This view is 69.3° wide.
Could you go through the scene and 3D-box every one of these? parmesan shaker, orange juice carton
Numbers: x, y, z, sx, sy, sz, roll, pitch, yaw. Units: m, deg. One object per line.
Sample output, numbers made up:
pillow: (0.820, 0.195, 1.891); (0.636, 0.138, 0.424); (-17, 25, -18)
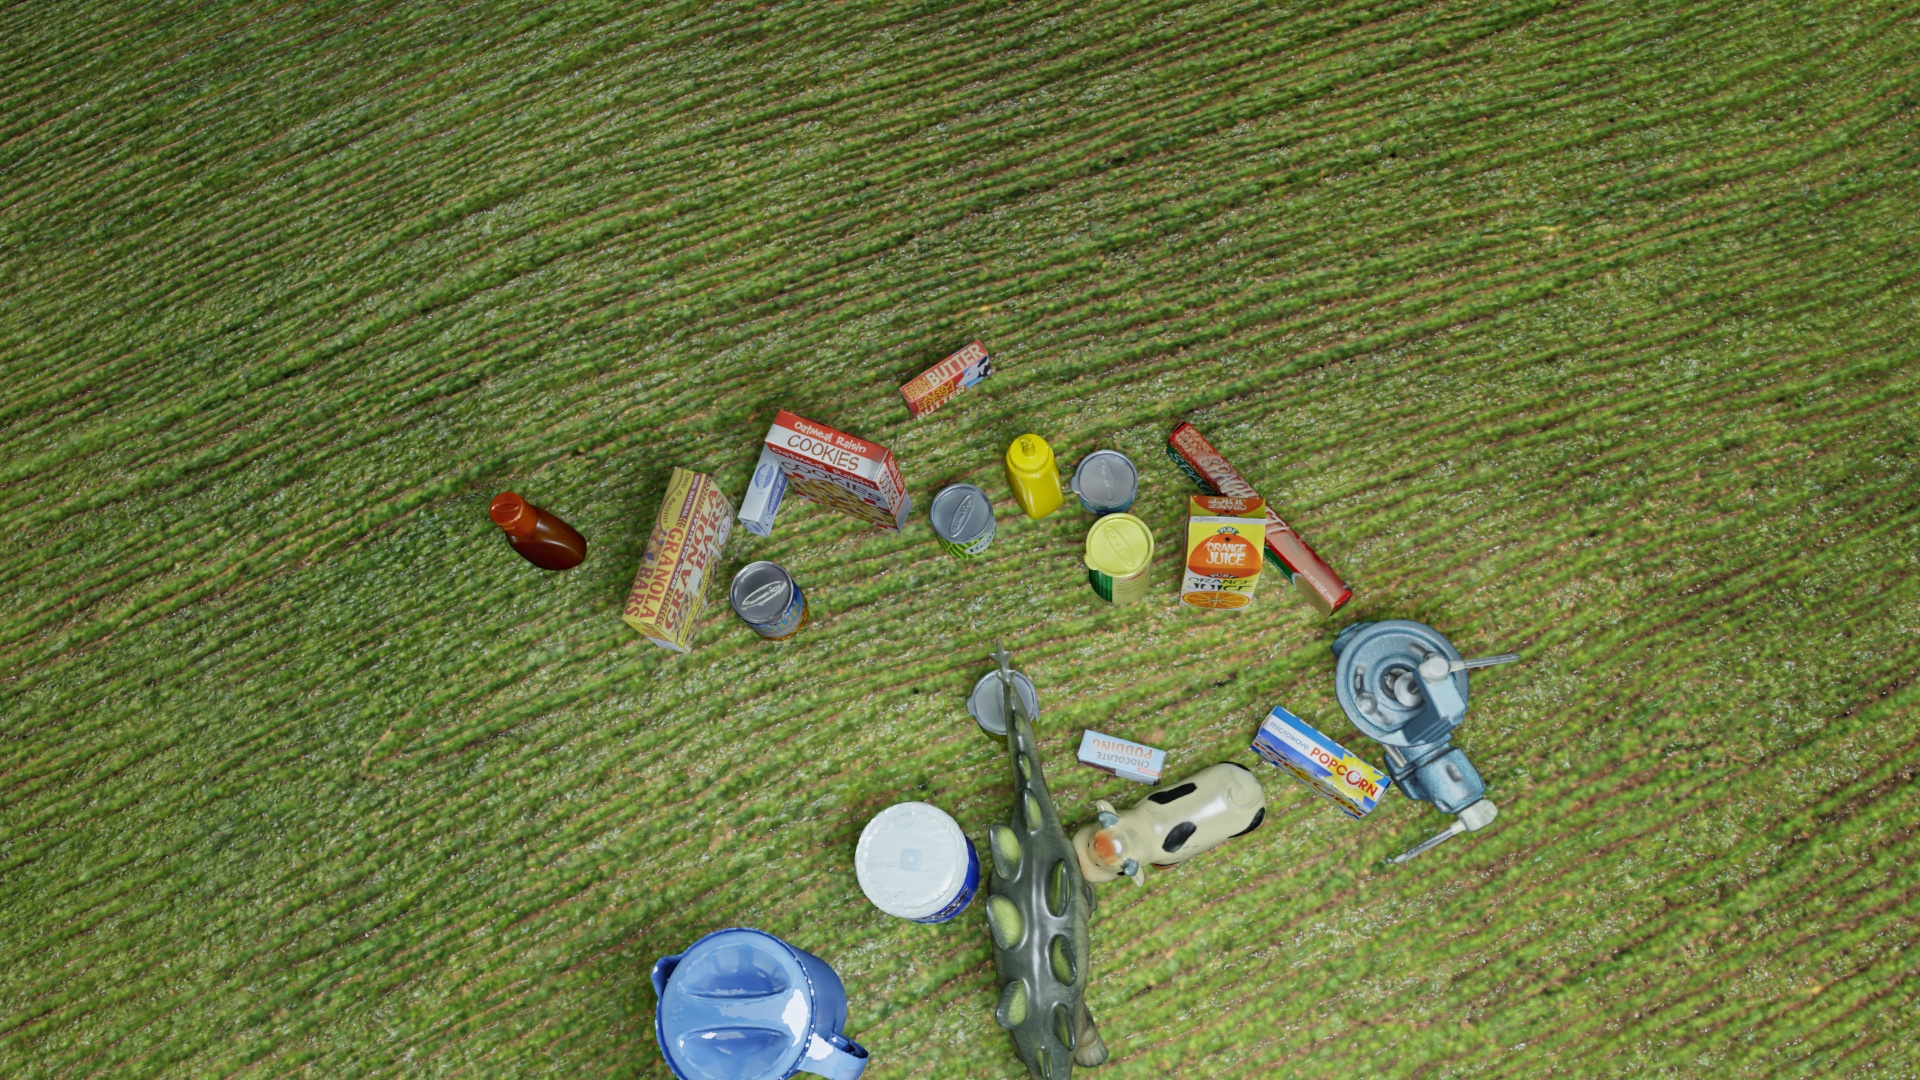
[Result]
parmesan shaker: (0.159, 0.021, 1.407); (0.071, 0.103, 0.071); (-2, 72, 5)
orange juice carton: (0.255, 0.008, 1.354); (0.072, 0.192, 0.073); (3, 72, 7)

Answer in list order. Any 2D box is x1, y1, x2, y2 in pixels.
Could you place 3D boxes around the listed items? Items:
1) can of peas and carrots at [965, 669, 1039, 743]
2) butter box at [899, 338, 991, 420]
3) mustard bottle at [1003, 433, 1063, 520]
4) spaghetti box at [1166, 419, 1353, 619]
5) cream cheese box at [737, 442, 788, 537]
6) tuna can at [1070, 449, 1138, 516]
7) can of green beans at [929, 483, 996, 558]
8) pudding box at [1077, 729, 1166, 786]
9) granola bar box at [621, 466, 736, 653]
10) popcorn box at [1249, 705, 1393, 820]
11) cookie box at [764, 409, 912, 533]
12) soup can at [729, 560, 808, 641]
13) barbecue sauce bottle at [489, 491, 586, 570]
can of peas and carrots: (0.043, 0.168, 1.393); (0.071, 0.058, 0.071); (-2, 72, 5)
butter box: (-0.015, -0.175, 1.517); (0.103, 0.053, 0.024); (-33, 72, -5)
mustard bottle: (0.074, -0.072, 1.417); (0.049, 0.159, 0.065); (-30, 72, -4)
spaghetti box: (0.305, -0.023, 1.435); (0.029, 0.050, 0.250); (-39, 72, -7)
cream cheese box: (-0.207, -0.060, 1.498); (0.024, 0.053, 0.104); (14, 74, 10)
tuna can: (0.152, -0.060, 1.472); (0.071, 0.032, 0.071); (-2, 71, 5)
can of green beans: (0.003, -0.020, 1.460); (0.071, 0.057, 0.071); (-2, 72, 5)
pudding box: (0.158, 0.215, 1.370); (0.084, 0.049, 0.030); (14, 74, 10)
granola bar box: (-0.288, 0.023, 1.441); (0.039, 0.124, 0.166); (13, 74, 10)
popcorn box: (0.343, 0.214, 1.333); (0.127, 0.085, 0.038); (34, 78, 15)
cookie box: (-0.122, -0.070, 1.432); (0.123, 0.167, 0.040); (20, 75, 12)
soup can: (-0.196, 0.066, 1.438); (0.071, 0.083, 0.071); (-2, 72, 5)
barbecue sauce bottle: (-0.446, -0.009, 1.455); (0.065, 0.148, 0.044); (-5, 72, 4)
